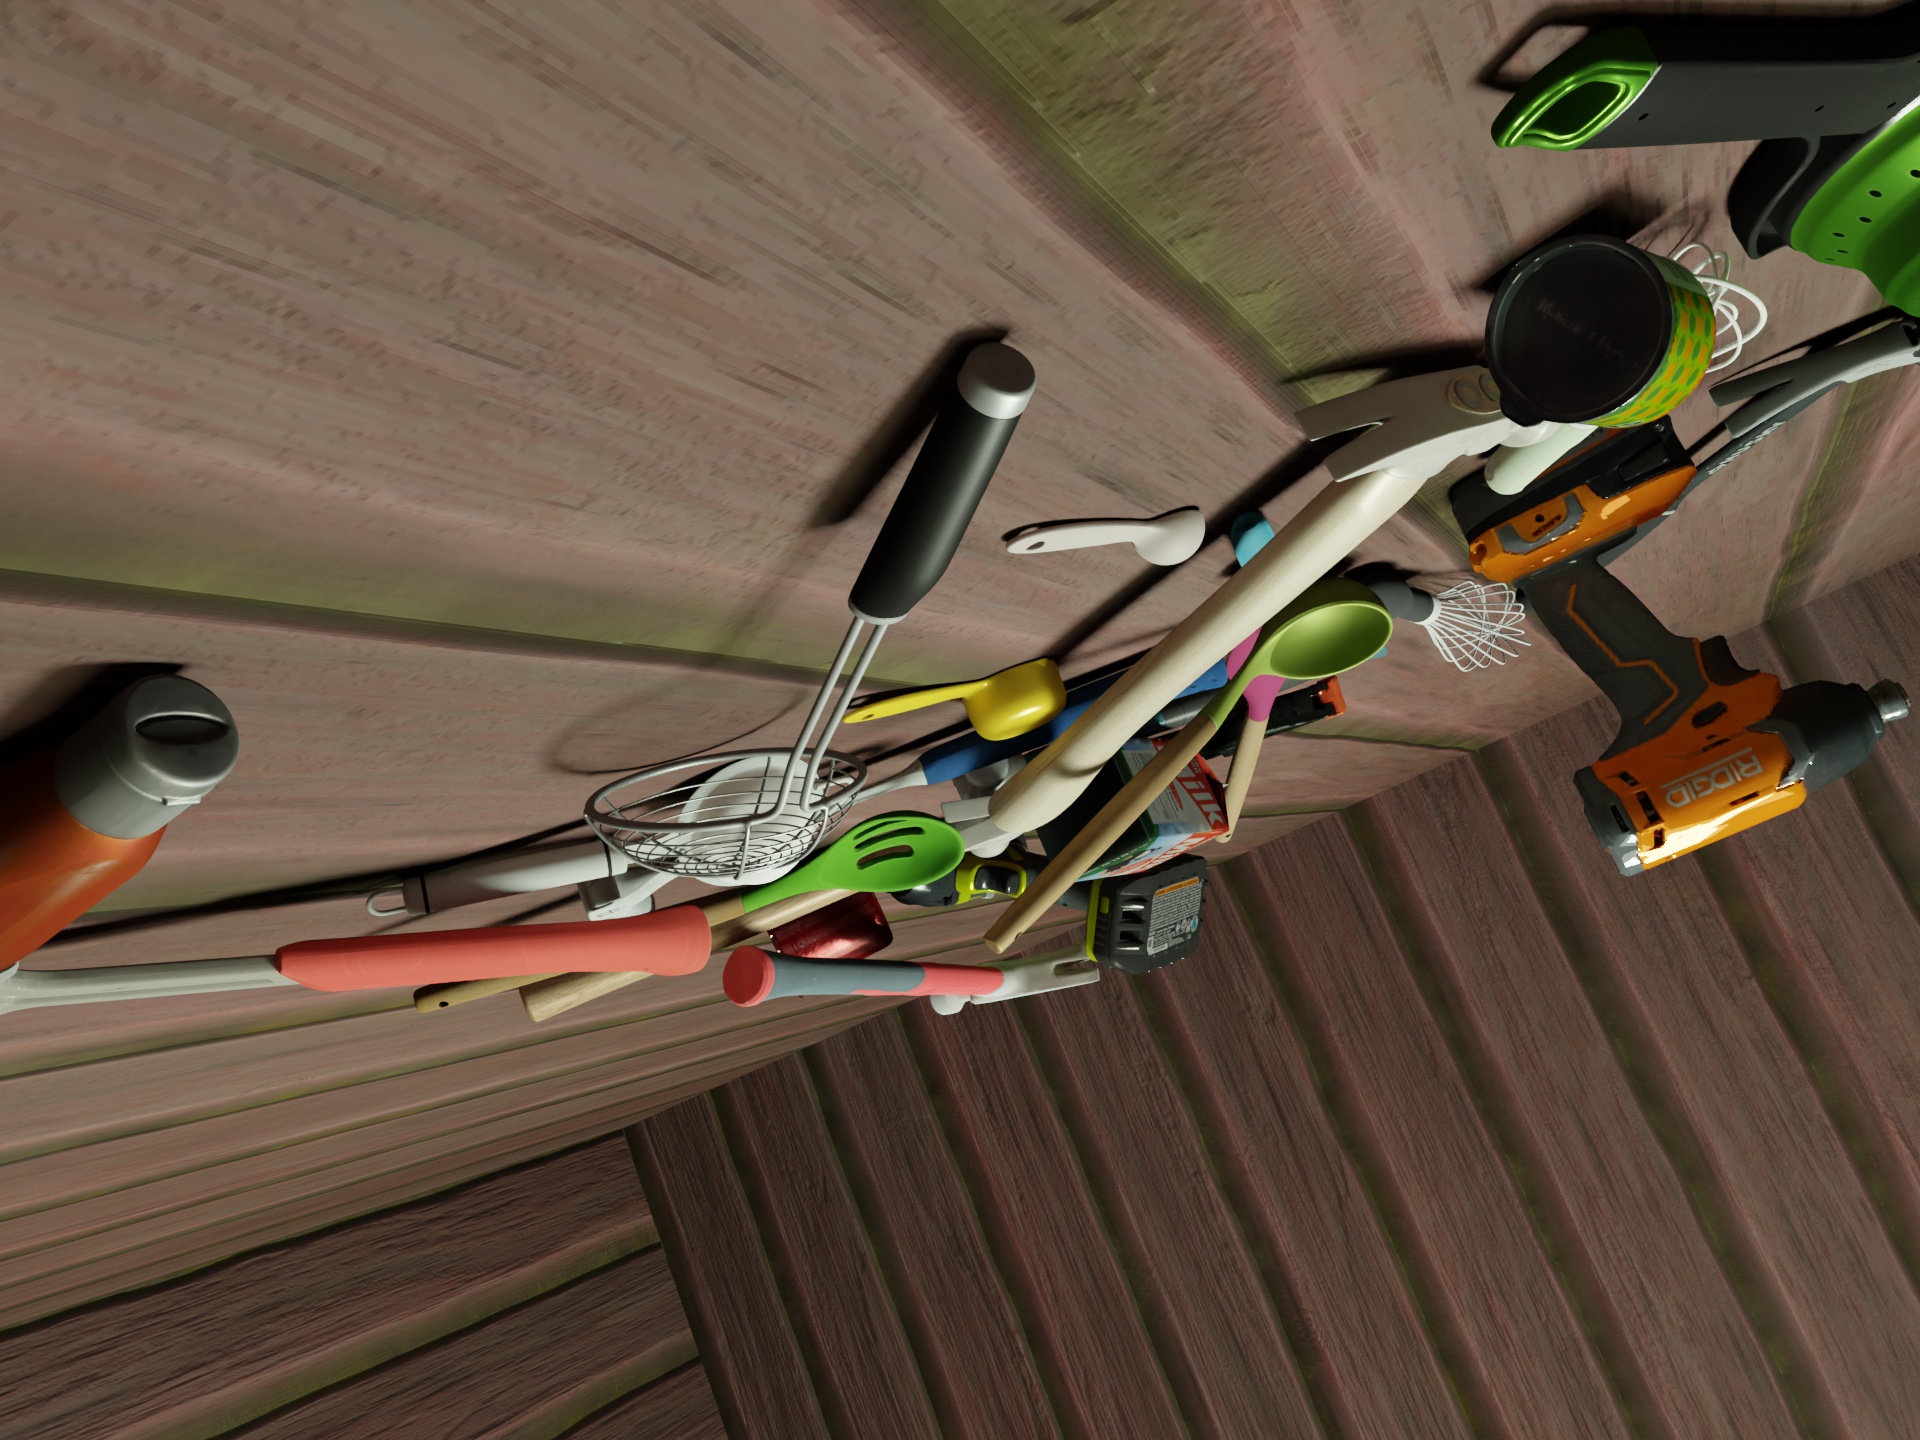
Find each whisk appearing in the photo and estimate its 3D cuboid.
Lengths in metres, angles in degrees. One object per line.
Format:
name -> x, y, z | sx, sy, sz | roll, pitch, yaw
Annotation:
whisk -> 0.284, -0.145, 0.714 | 0.059, 0.058, 0.246 | 16, 172, 3
whisk -> 0.324, -0.075, 1.080 | 0.070, 0.070, 0.284 | -29, 161, 30

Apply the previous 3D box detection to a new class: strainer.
strainer -> -0.170, 0.071, 0.818 | 0.258, 0.050, 0.086 | -11, 128, -20

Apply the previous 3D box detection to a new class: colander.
colander -> 0.326, -0.179, 0.519 | 0.397, 0.094, 0.204 | -15, 166, -31

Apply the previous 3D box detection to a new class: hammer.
hammer -> -0.032, 0.179, 1.122 | 0.143, 0.038, 0.386 | -15, 165, 23
hammer -> -0.032, 0.034, 0.942 | 0.405, 0.035, 0.144 | -21, 168, -6
hammer -> 0.110, -0.035, 0.788 | 0.146, 0.038, 0.410 | -18, 162, -35
hammer -> 0.149, -0.006, 1.100 | 0.331, 0.033, 0.128 | -20, 167, -11
hammer -> 0.471, -0.149, 1.055 | 0.149, 0.036, 0.408 | -19, 168, -11
hammer -> -0.111, 0.114, 0.992 | 0.331, 0.031, 0.130 | -20, 170, -12
hammer -> -0.266, 0.108, 0.734 | 0.359, 0.037, 0.149 | 2, 154, -44

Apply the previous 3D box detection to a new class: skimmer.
skimmer -> -0.061, -0.034, 0.616 | 0.127, 0.090, 0.363 | -13, 155, -29

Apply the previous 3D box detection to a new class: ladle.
ladle -> 0.132, 0.025, 0.897 | 0.320, 0.062, 0.078 | -43, 157, -23

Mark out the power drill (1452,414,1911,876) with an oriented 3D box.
power drill -> 0.378, -0.051, 0.848 | 0.164, 0.227, 0.084 | -26, 167, 17

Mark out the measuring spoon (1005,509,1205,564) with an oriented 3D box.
measuring spoon -> 0.065, -0.074, 0.686 | 0.124, 0.018, 0.034 | -10, 163, -45

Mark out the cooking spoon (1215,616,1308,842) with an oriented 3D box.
cooking spoon -> 0.203, 0.008, 1.103 | 0.069, 0.017, 0.318 | -22, 152, -13

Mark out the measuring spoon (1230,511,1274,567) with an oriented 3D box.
measuring spoon -> 0.150, -0.087, 0.810 | 0.042, 0.021, 0.128 | -25, 159, 10

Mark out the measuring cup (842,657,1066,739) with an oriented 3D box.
measuring cup -> -0.001, -0.003, 0.849 | 0.156, 0.029, 0.062 | -12, 164, -47

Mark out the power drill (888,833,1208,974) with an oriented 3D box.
power drill -> 0.060, 0.127, 1.217 | 0.223, 0.080, 0.171 | 9, -172, 32

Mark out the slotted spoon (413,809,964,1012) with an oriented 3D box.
slotted spoon -> -0.149, 0.108, 0.895 | 0.313, 0.031, 0.070 | -17, 139, -13
